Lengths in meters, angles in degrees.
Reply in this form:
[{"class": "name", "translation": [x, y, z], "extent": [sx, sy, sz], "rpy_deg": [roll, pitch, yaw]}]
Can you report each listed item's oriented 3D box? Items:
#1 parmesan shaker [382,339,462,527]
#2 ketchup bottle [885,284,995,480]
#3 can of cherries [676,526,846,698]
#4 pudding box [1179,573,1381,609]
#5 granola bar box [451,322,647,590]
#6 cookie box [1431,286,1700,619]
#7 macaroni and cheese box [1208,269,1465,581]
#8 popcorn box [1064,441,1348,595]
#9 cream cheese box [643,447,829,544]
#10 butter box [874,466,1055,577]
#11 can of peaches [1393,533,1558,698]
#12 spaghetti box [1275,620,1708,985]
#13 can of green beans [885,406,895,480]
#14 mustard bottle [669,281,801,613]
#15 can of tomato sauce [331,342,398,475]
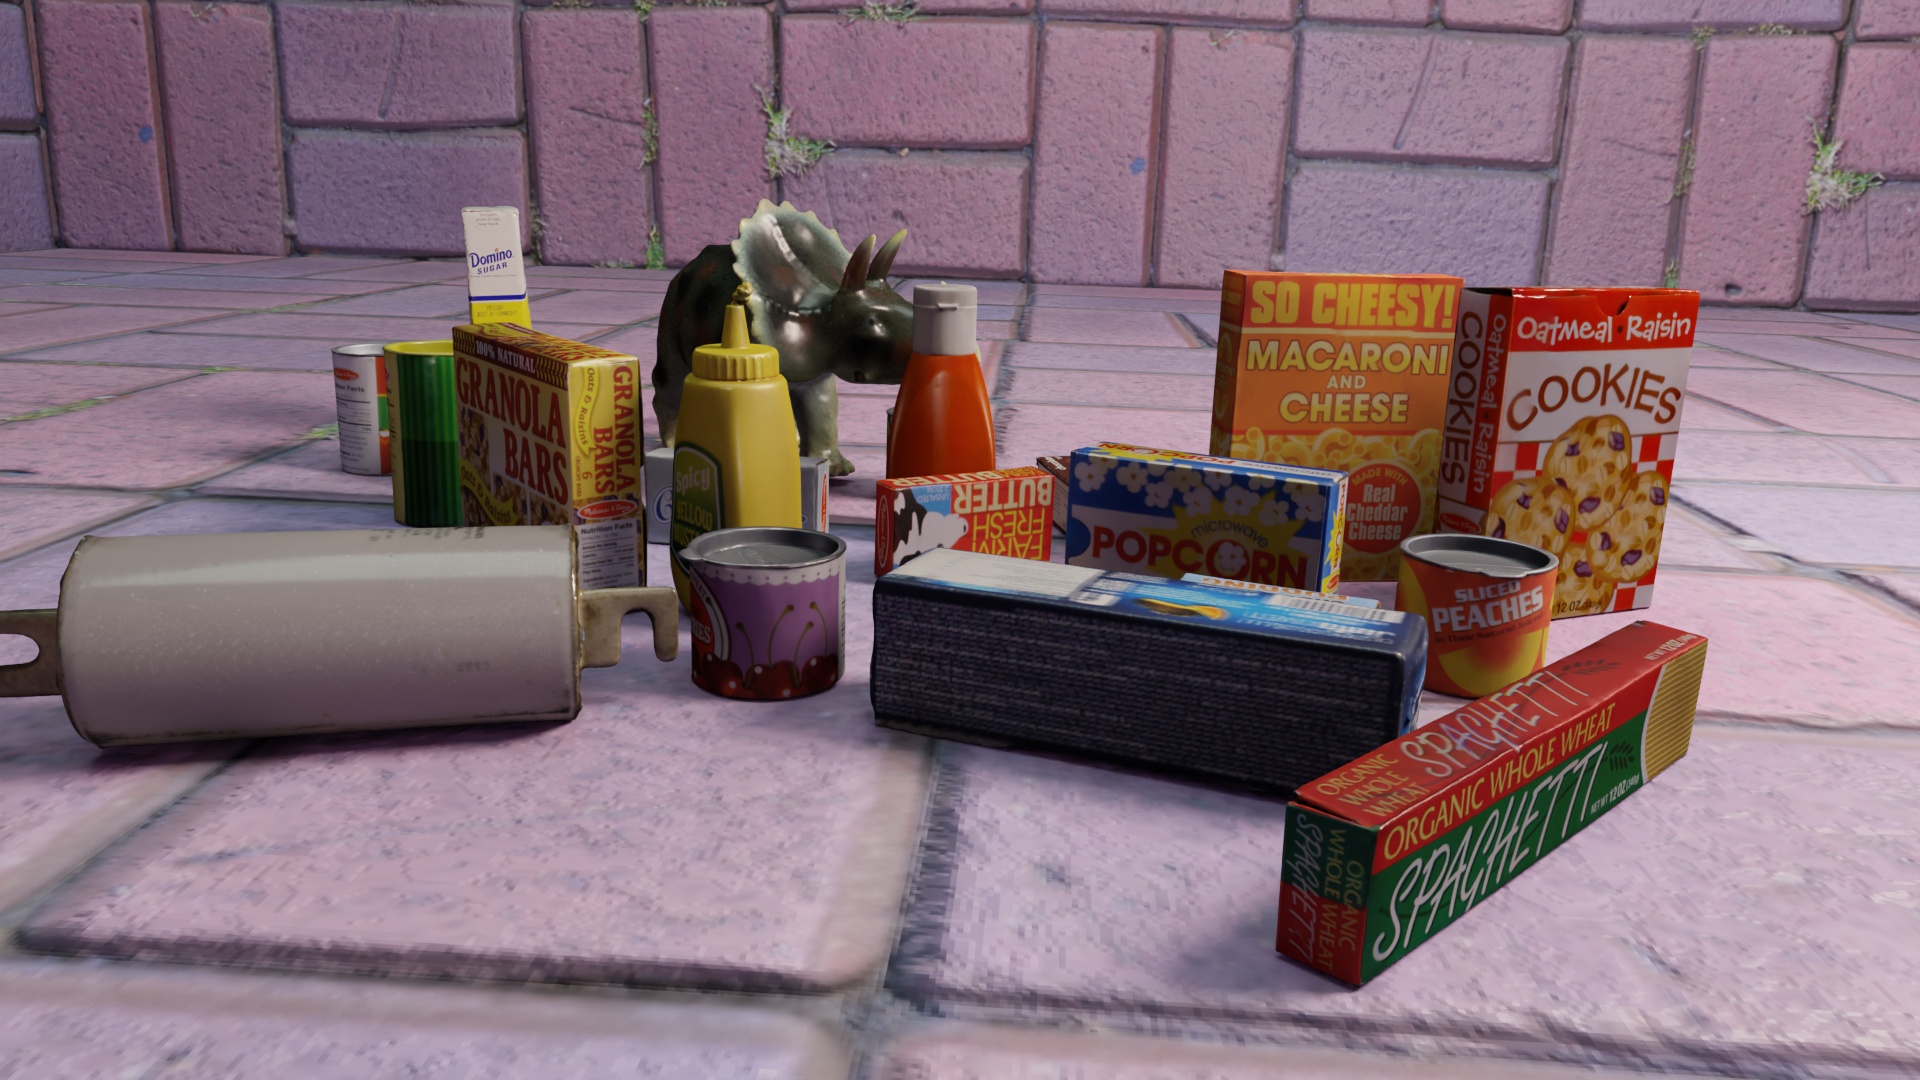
[{"class": "parmesan shaker", "translation": [-0.306, -0.065, 0.831], "extent": [0.071, 0.102, 0.071], "rpy_deg": [2, 14, 0]}, {"class": "ketchup bottle", "translation": [-0.010, -0.073, 0.807], "extent": [0.065, 0.148, 0.043], "rpy_deg": [0, 14, -7]}, {"class": "can of cherries", "translation": [-0.084, 0.030, 0.587], "extent": [0.071, 0.058, 0.072], "rpy_deg": [2, 15, 0]}, {"class": "pudding box", "translation": [0.127, 0.045, 0.573], "extent": [0.084, 0.049, 0.030], "rpy_deg": [7, 15, 19]}, {"class": "granola bar box", "translation": [-0.213, -0.041, 0.711], "extent": [0.039, 0.123, 0.165], "rpy_deg": [-9, 18, -36]}, {"class": "cookie box", "translation": [0.304, -0.044, 0.702], "extent": [0.123, 0.167, 0.040], "rpy_deg": [-4, 16, -23]}, {"class": "macaroni and cheese box", "translation": [0.200, -0.062, 0.758], "extent": [0.124, 0.166, 0.040], "rpy_deg": [0, 14, -8]}, {"class": "popcorn box", "translation": [0.115, 0.003, 0.660], "extent": [0.127, 0.085, 0.038], "rpy_deg": [9, 16, 26]}, {"class": "cream cheese box", "translation": [-0.127, -0.023, 0.788], "extent": [0.104, 0.053, 0.024], "rpy_deg": [5, 15, 10]}, {"class": "butter box", "translation": [0.003, -0.009, 0.756], "extent": [0.104, 0.053, 0.024], "rpy_deg": [-7, 17, -31]}, {"class": "can of peaches", "translation": [0.226, 0.033, 0.613], "extent": [0.071, 0.058, 0.071], "rpy_deg": [2, 15, 0]}, {"class": "spaghetti box", "translation": [0.186, 0.076, 0.460], "extent": [0.251, 0.050, 0.029], "rpy_deg": [-12, 20, -43]}, {"class": "can of green beans", "translation": [-0.017, -0.057, 0.925], "extent": [0.071, 0.057, 0.071], "rpy_deg": [2, 15, 0]}, {"class": "mustard bottle", "translation": [-0.107, -0.041, 0.653], "extent": [0.049, 0.159, 0.065], "rpy_deg": [-12, 20, -43]}, {"class": "can of tomato sauce", "translation": [-0.393, -0.092, 0.959], "extent": [0.071, 0.082, 0.071], "rpy_deg": [2, 15, 0]}]
